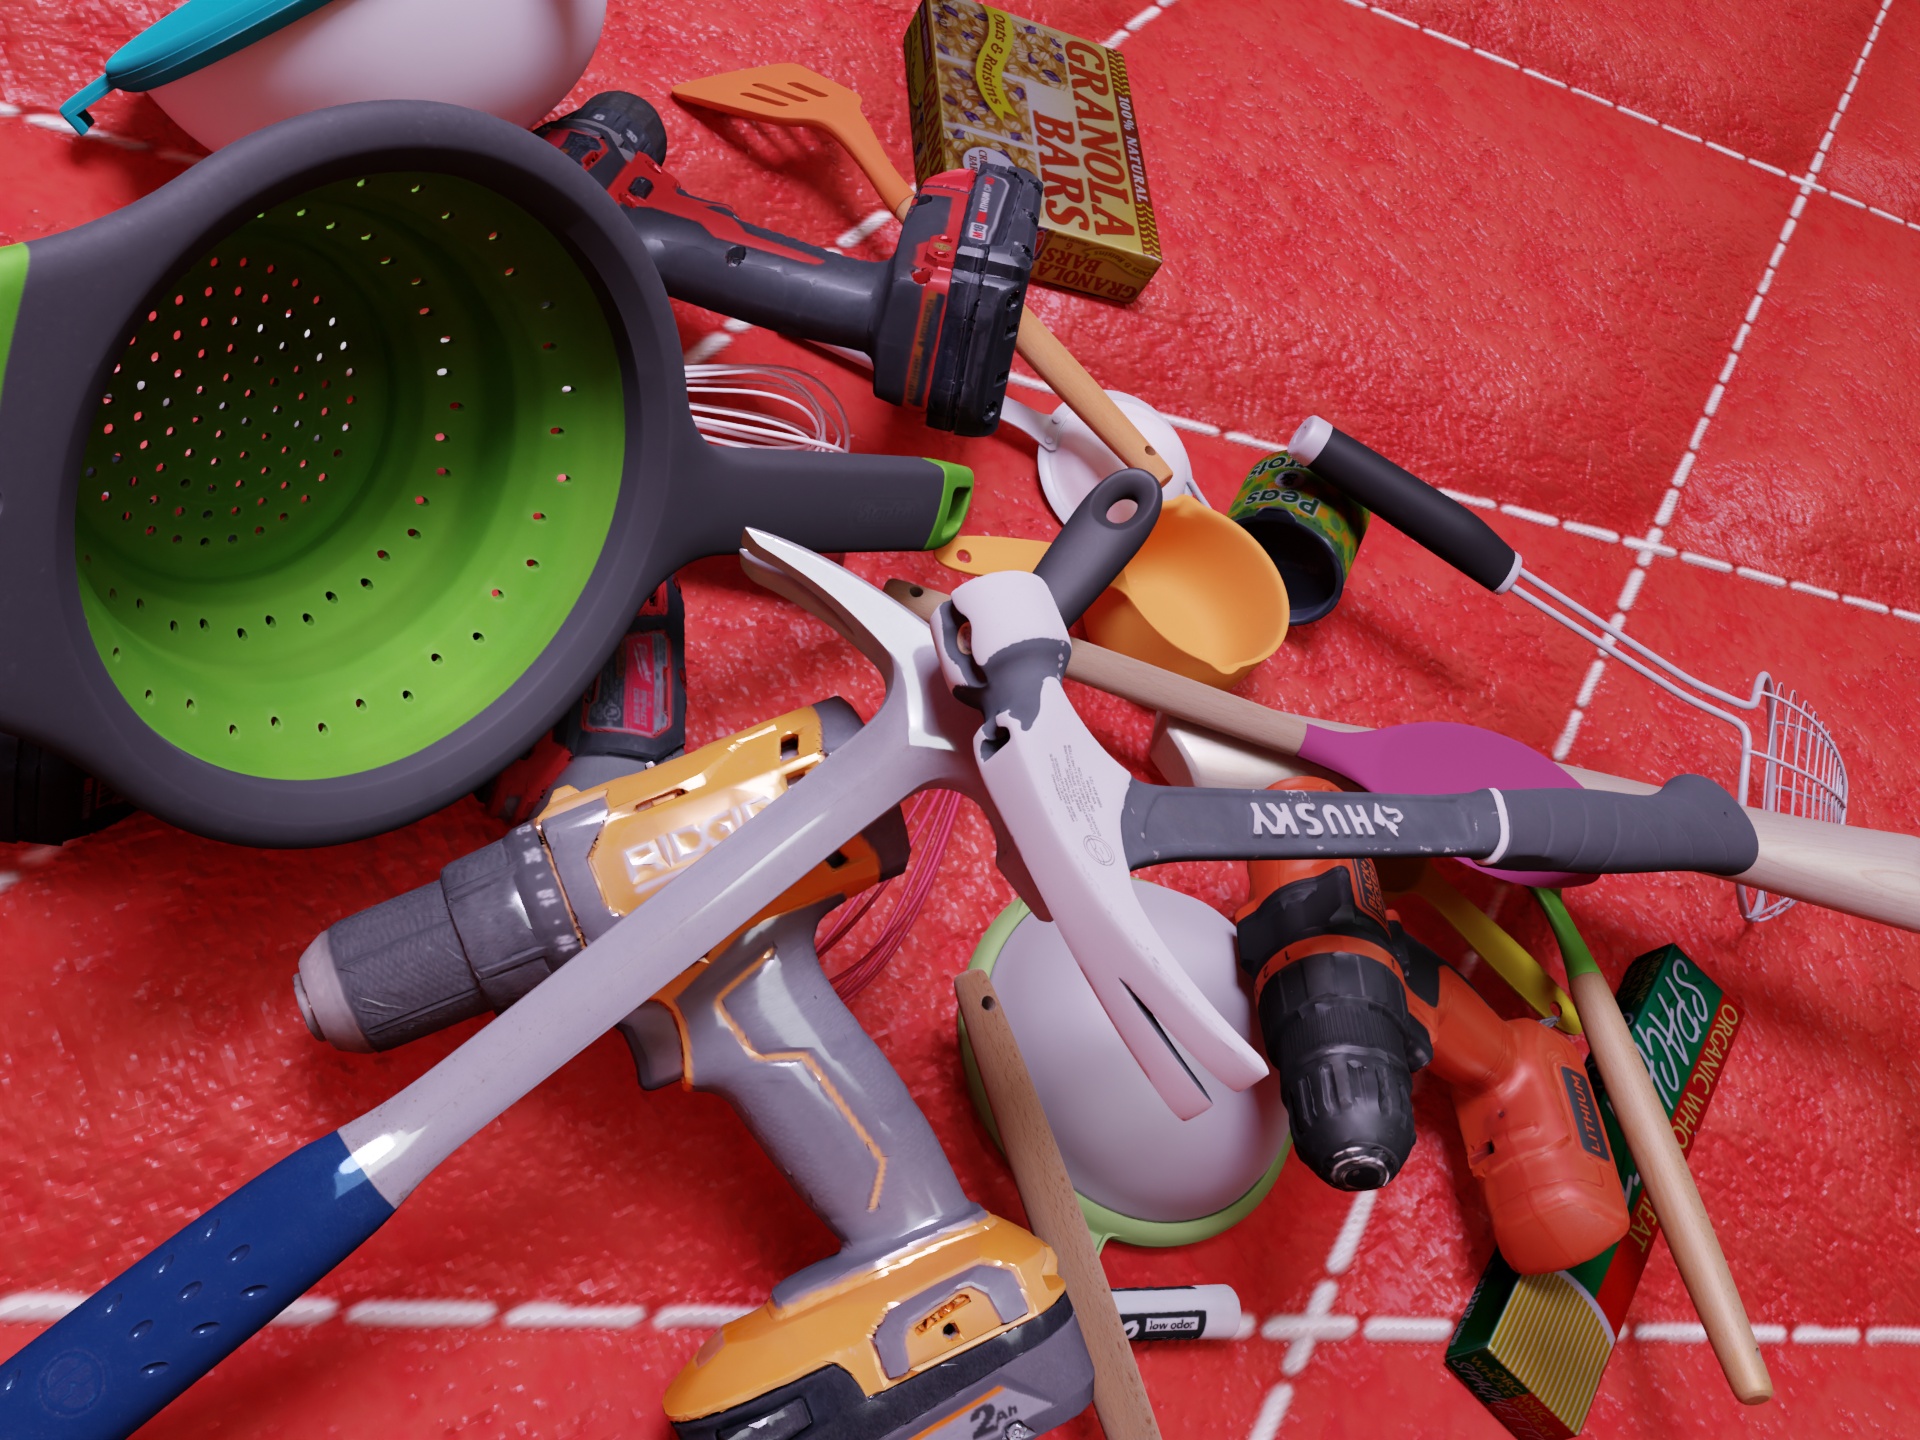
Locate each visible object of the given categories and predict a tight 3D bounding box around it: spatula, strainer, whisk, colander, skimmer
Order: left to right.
[{"bbox_3d":[-0.166,-0.270,0.598,0.211,0.340,0.095,-59,136,-35],"label":"strainer"},{"bbox_3d":[-0.136,-0.083,0.512,0.095,0.204,0.397,27,20,29],"label":"colander"},{"bbox_3d":[-0.163,-0.132,0.647,0.246,0.059,0.058,8,15,-19],"label":"whisk"},{"bbox_3d":[-0.013,-0.221,0.758,0.081,0.041,0.323,-30,73,-36],"label":"spatula"},{"bbox_3d":[-0.001,-0.002,0.611,0.073,0.073,0.296,39,62,-1],"label":"whisk"},{"bbox_3d":[0.019,-0.149,0.753,0.258,0.050,0.087,23,68,-10],"label":"strainer"},{"bbox_3d":[0.049,0.236,0.527,0.082,0.044,0.318,-8,67,-29],"label":"spatula"},{"bbox_3d":[0.058,0.071,0.619,0.151,0.069,0.256,-15,71,-33],"label":"strainer"},{"bbox_3d":[0.296,-0.027,0.782,0.363,0.090,0.127,31,60,-10],"label":"skimmer"}]

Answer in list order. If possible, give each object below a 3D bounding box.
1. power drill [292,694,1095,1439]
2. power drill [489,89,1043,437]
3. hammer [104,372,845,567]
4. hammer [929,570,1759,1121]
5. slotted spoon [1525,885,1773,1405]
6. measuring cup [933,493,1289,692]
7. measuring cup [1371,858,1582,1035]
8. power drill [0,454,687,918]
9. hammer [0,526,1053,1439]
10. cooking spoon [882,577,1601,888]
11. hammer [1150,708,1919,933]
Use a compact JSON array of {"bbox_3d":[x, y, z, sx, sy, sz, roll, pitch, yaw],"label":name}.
[{"bbox_3d":[-0.078,0.124,0.479,0.185,0.084,0.226,-21,84,-14],"label":"power drill"},{"bbox_3d":[-0.083,-0.208,0.676,0.226,0.080,0.188,11,38,-2],"label":"power drill"},{"bbox_3d":[-0.201,-0.098,0.583,0.358,0.149,0.036,8,96,-35],"label":"hammer"},{"bbox_3d":[0.170,0.039,0.534,0.408,0.036,0.149,4,56,-41],"label":"hammer"},{"bbox_3d":[0.274,0.132,0.678,0.070,0.031,0.314,37,32,-33],"label":"slotted spoon"},{"bbox_3d":[0.060,-0.053,0.709,0.173,0.052,0.095,4,60,-22],"label":"measuring cup"},{"bbox_3d":[0.216,0.091,0.719,0.156,0.029,0.062,43,52,-2],"label":"measuring cup"},{"bbox_3d":[-0.198,-0.005,0.532,0.219,0.078,0.143,10,57,-26],"label":"power drill"},{"bbox_3d":[-0.149,0.105,0.417,0.405,0.035,0.144,-38,84,-15],"label":"hammer"},{"bbox_3d":[0.117,-0.001,0.664,0.319,0.017,0.069,20,59,1],"label":"cooking spoon"},{"bbox_3d":[0.288,0.033,0.705,0.410,0.038,0.146,12,62,-4],"label":"hammer"}]
